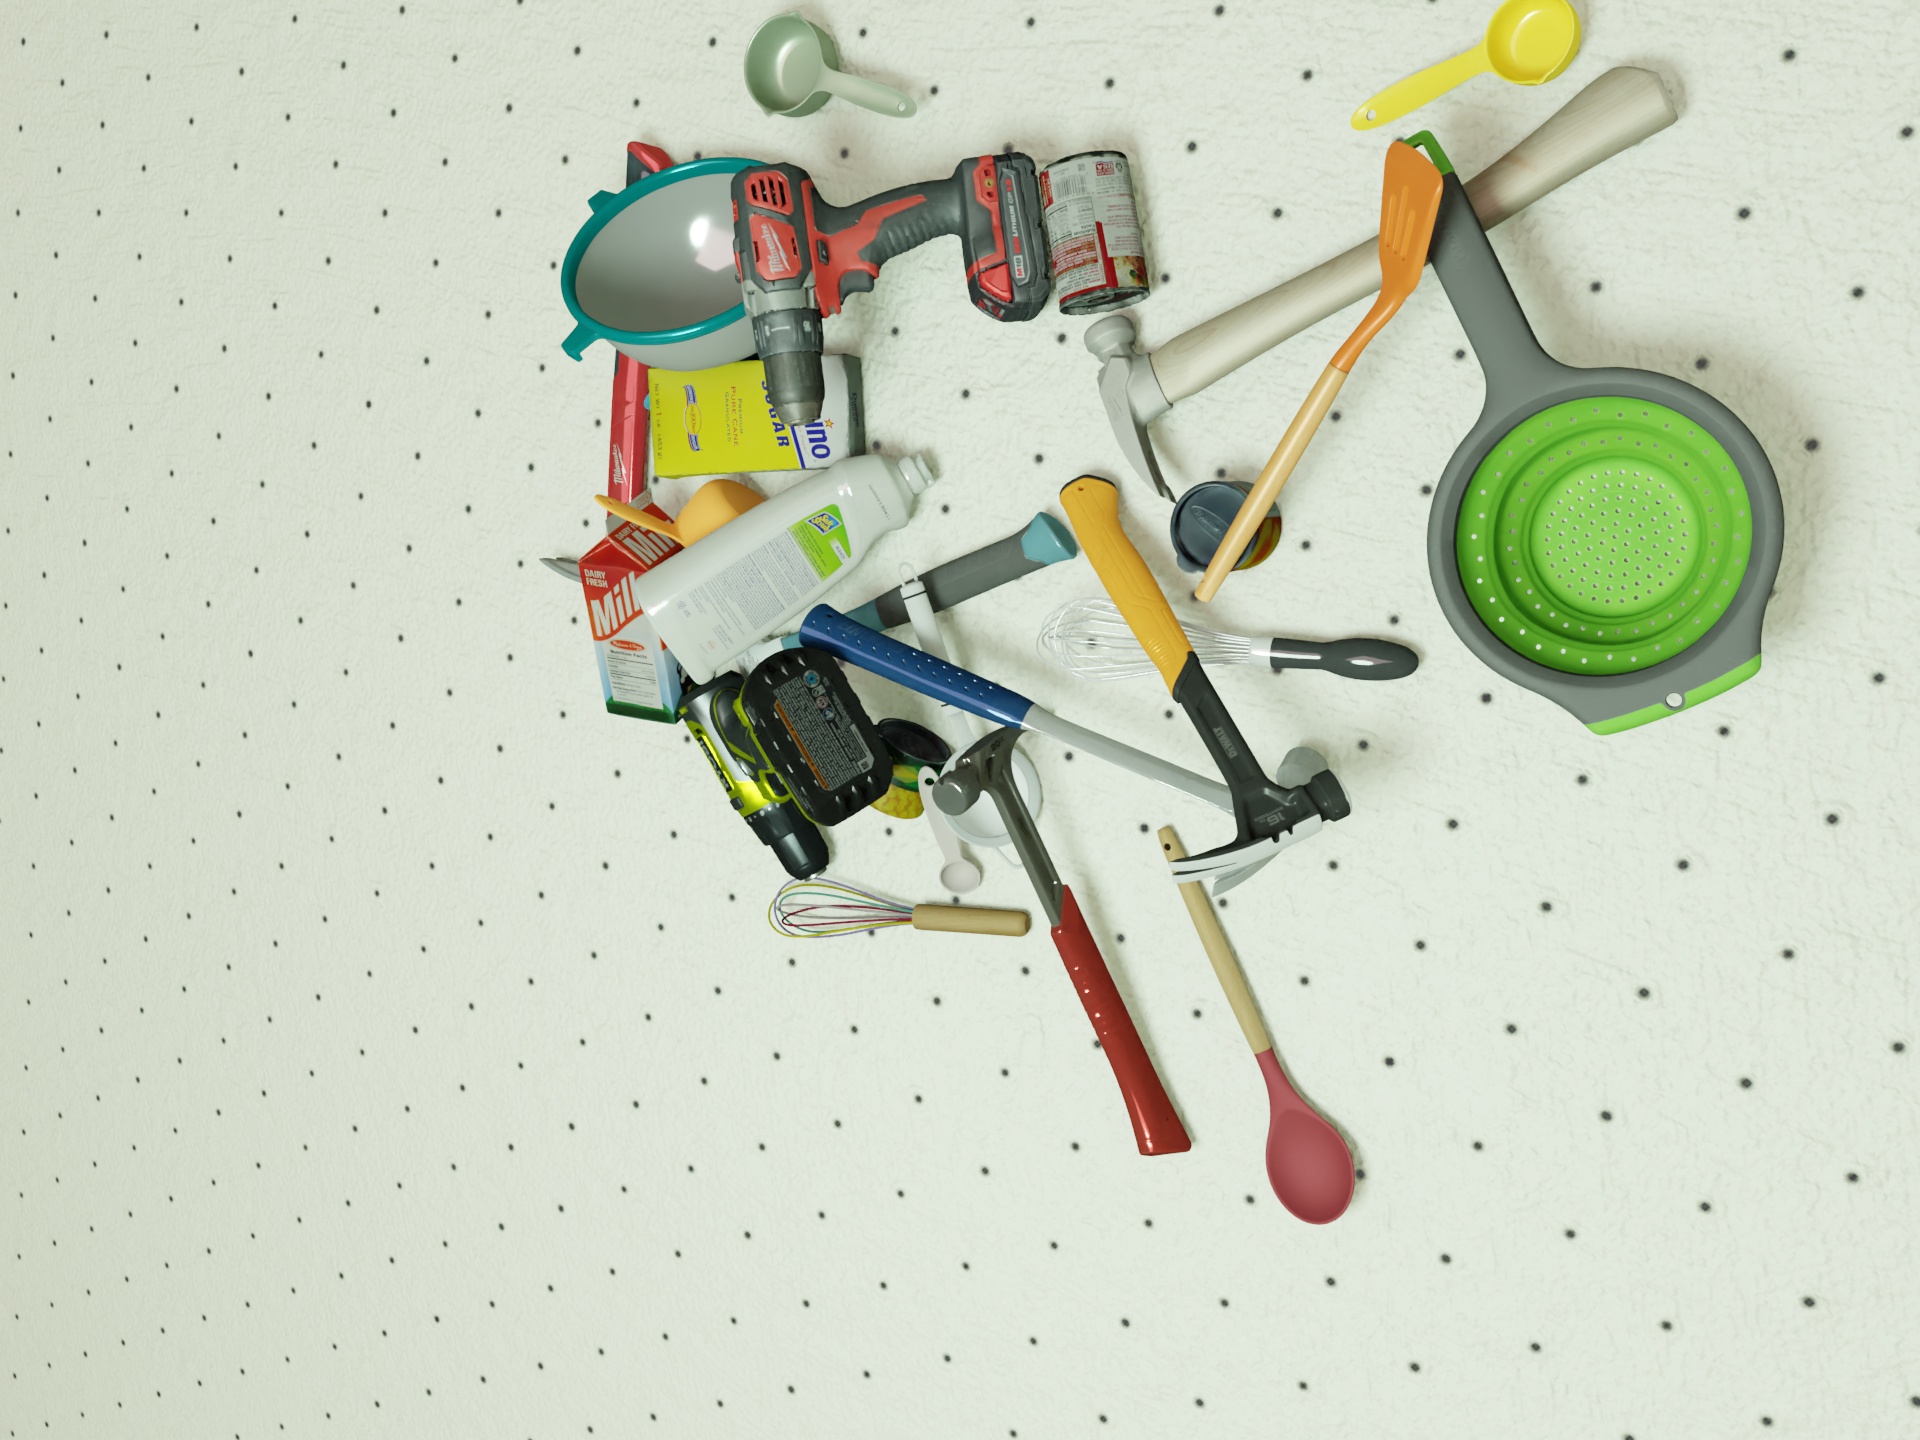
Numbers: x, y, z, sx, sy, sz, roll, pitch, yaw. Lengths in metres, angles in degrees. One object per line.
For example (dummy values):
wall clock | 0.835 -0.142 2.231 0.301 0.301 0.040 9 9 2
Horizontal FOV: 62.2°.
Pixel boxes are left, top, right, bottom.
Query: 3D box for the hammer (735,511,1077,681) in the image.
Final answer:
hammer | -0.053 -0.094 1.306 0.331 0.033 0.128 -21 86 30

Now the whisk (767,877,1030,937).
whisk | -0.057 0.168 1.343 0.245 0.047 0.051 1 116 25

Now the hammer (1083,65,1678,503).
hammer | 0.278 -0.298 1.077 0.410 0.038 0.146 -26 73 28

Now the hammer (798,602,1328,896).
hammer | 0.057 0.004 1.176 0.406 0.144 0.035 23 137 19

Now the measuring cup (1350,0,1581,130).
measuring cup | 0.332 -0.427 1.051 0.156 0.029 0.062 -14 90 42

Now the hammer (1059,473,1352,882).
hammer | 0.141 -0.045 1.127 0.127 0.034 0.337 -25 58 0

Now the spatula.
spatula | 0.229 -0.214 1.046 0.322 0.041 0.081 -62 24 28

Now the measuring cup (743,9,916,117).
measuring cup | -0.097 -0.507 1.267 0.168 0.038 0.083 27 110 21

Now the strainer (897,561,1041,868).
strainer | -0.002 -0.004 1.268 0.050 0.087 0.258 -3 107 70

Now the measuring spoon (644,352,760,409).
measuring spoon | -0.216 -0.300 1.362 0.128 0.021 0.042 -27 85 18

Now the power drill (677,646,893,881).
power drill | -0.140 0.039 1.293 0.190 0.080 0.228 60 155 -3

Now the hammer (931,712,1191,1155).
hammer | 0.096 0.175 1.234 0.037 0.149 0.359 -20 99 37

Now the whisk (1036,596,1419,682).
whisk | 0.190 -0.054 1.167 0.285 0.070 0.070 5 100 23

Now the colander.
colander | 0.377 -0.191 1.016 0.204 0.094 0.397 -27 82 29

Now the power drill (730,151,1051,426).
power drill | -0.052 -0.323 1.180 0.226 0.080 0.188 -8 94 -5

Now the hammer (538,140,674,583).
hammer | -0.303 -0.310 1.412 0.143 0.038 0.386 13 103 29

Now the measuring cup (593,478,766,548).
measuring cup | -0.218 -0.172 1.311 0.052 0.173 0.095 -47 51 22

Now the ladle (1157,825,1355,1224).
ladle | 0.217 0.227 1.207 0.069 0.031 0.315 -27 82 27

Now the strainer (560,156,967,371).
strainer | -0.147 -0.362 1.286 0.340 0.095 0.211 -7 56 9

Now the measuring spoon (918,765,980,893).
measuring spoon | -0.012 0.087 1.296 0.034 0.018 0.124 -12 117 10
